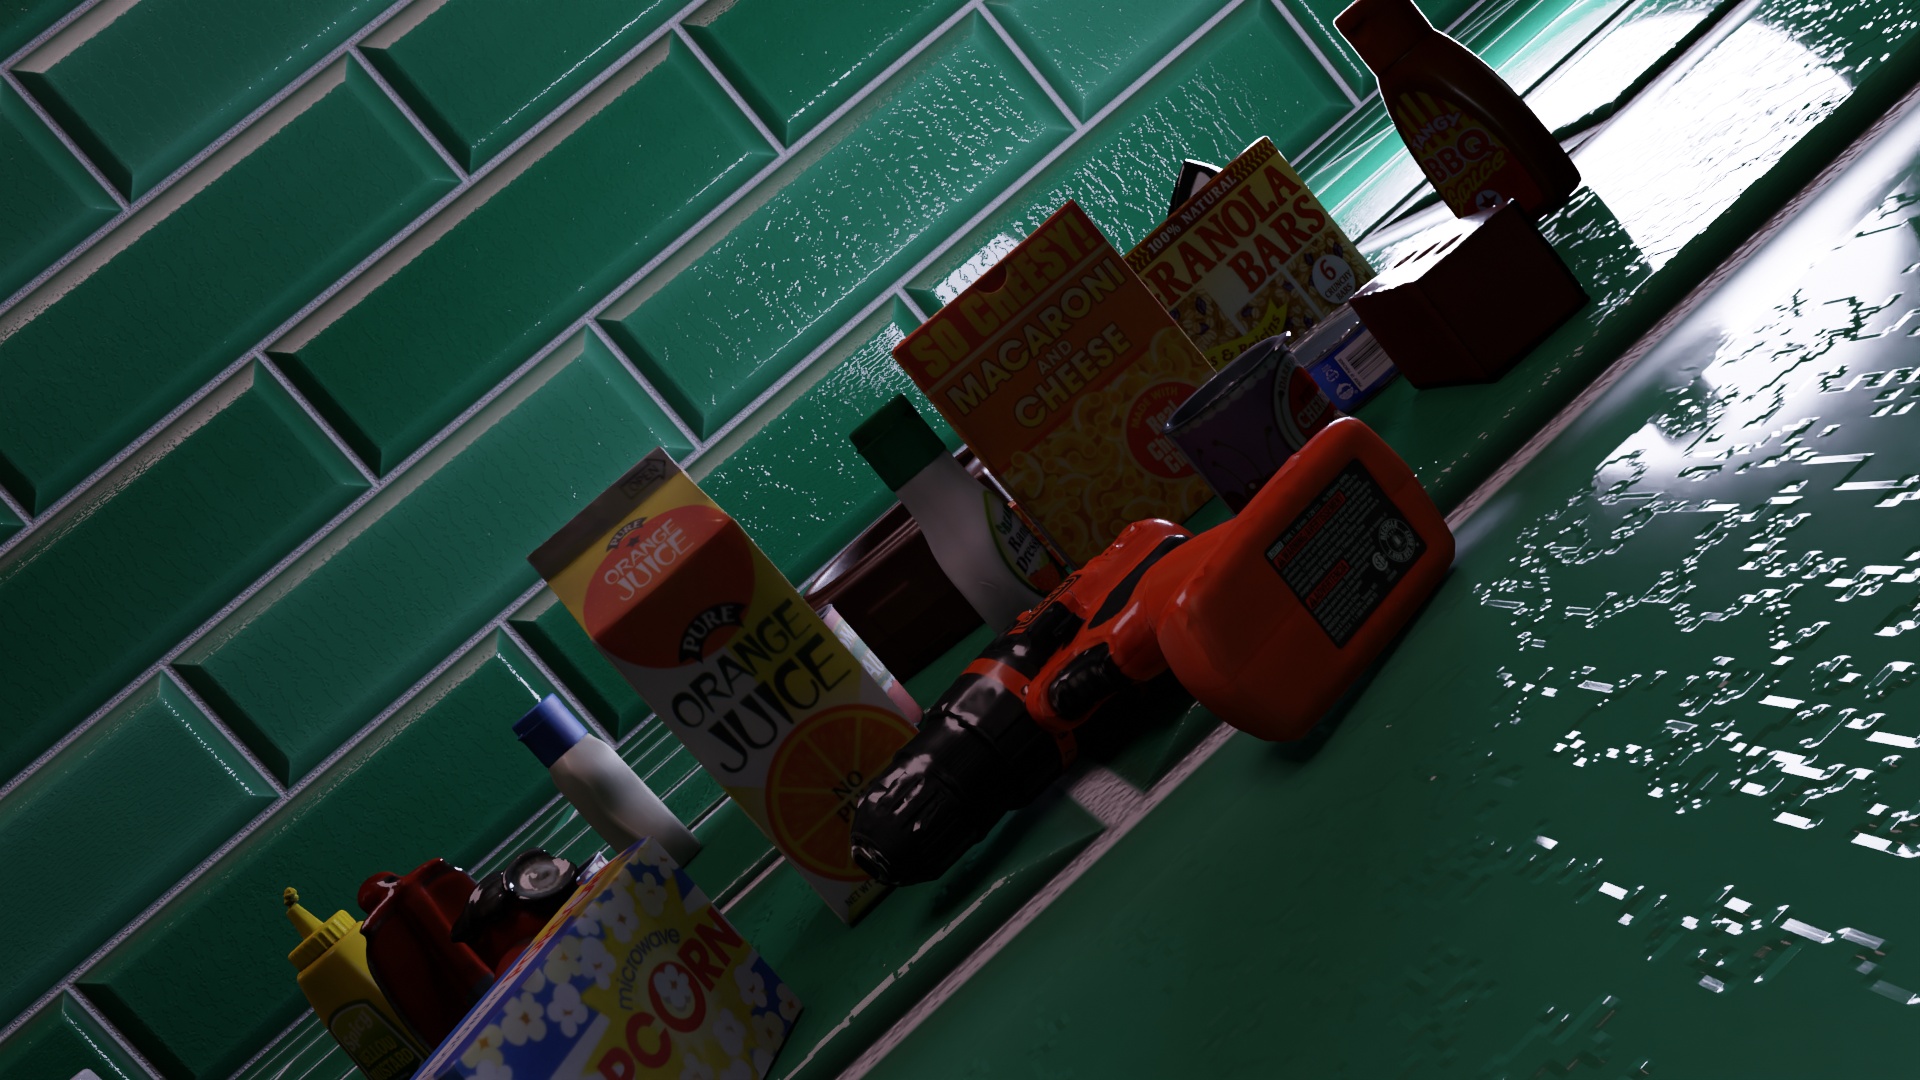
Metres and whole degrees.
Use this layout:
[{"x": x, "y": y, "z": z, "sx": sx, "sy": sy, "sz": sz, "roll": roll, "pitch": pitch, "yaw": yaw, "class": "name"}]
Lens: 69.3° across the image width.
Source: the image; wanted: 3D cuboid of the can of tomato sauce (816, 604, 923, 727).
[{"x": -0.070, "y": 0.087, "z": 0.784, "sx": 0.071, "sy": 0.083, "sz": 0.071, "roll": -40, "pitch": 5, "yaw": 5, "class": "can of tomato sauce"}]

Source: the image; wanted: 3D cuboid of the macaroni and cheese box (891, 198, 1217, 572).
[{"x": 0.064, "y": -0.075, "z": 0.731, "sx": 0.124, "sy": 0.166, "sz": 0.040, "roll": -41, "pitch": 5, "yaw": -3, "class": "macaroni and cheese box"}]

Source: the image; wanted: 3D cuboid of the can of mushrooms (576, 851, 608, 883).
[{"x": -0.288, "y": 0.271, "z": 1.051, "sx": 0.071, "sy": 0.033, "sz": 0.071, "roll": -40, "pitch": 6, "yaw": 5, "class": "can of mushrooms"}]

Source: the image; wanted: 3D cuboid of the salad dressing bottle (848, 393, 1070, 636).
[{"x": 0.003, "y": -0.009, "z": 0.719, "sx": 0.044, "sy": 0.147, "sz": 0.064, "roll": -38, "pitch": 6, "yaw": 26, "class": "salad dressing bottle"}]

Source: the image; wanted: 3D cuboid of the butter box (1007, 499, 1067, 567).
[{"x": 0.059, "y": -0.014, "z": 0.865, "sx": 0.103, "sy": 0.053, "sz": 0.024, "roll": -40, "pitch": 5, "yaw": 5, "class": "butter box"}]

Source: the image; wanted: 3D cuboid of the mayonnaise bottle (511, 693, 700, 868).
[{"x": -0.245, "y": 0.171, "z": 0.957, "sx": 0.041, "sy": 0.148, "sz": 0.064, "roll": -44, "pitch": 7, "yaw": -36, "class": "mayonnaise bottle"}]

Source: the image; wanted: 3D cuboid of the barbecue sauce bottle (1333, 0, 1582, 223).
[{"x": 0.257, "y": -0.229, "z": 0.734, "sx": 0.044, "sy": 0.148, "sz": 0.064, "roll": -43, "pitch": 6, "yaw": -26, "class": "barbecue sauce bottle"}]

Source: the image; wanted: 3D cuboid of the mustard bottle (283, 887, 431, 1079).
[{"x": -0.353, "y": 0.271, "z": 0.829, "sx": 0.065, "sy": 0.160, "sz": 0.049, "roll": -39, "pitch": 6, "yaw": 20, "class": "mustard bottle"}]

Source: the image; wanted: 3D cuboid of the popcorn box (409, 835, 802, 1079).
[{"x": -0.110, "y": 0.164, "z": 0.442, "sx": 0.038, "sy": 0.085, "sz": 0.127, "roll": -38, "pitch": 6, "yaw": 22, "class": "popcorn box"}]

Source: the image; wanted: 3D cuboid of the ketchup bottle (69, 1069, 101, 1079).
[{"x": -0.245, "y": 0.236, "z": 0.447, "sx": 0.043, "sy": 0.148, "sz": 0.065, "roll": -35, "pitch": 8, "yaw": 48, "class": "ketchup bottle"}]

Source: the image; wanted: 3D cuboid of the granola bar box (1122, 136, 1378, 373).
[{"x": 0.169, "y": -0.154, "z": 0.863, "sx": 0.166, "sy": 0.124, "sz": 0.039, "roll": -43, "pitch": 6, "yaw": -23, "class": "granola bar box"}]

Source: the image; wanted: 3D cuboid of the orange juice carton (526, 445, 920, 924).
[{"x": -0.086, "y": 0.056, "z": 0.566, "sx": 0.072, "sy": 0.192, "sz": 0.073, "roll": -42, "pitch": 5, "yaw": -11, "class": "orange juice carton"}]

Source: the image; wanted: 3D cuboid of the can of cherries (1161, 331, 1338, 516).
[{"x": 0.134, "y": -0.049, "z": 0.614, "sx": 0.071, "sy": 0.058, "sz": 0.071, "roll": -40, "pitch": 5, "yaw": 5, "class": "can of cherries"}]
